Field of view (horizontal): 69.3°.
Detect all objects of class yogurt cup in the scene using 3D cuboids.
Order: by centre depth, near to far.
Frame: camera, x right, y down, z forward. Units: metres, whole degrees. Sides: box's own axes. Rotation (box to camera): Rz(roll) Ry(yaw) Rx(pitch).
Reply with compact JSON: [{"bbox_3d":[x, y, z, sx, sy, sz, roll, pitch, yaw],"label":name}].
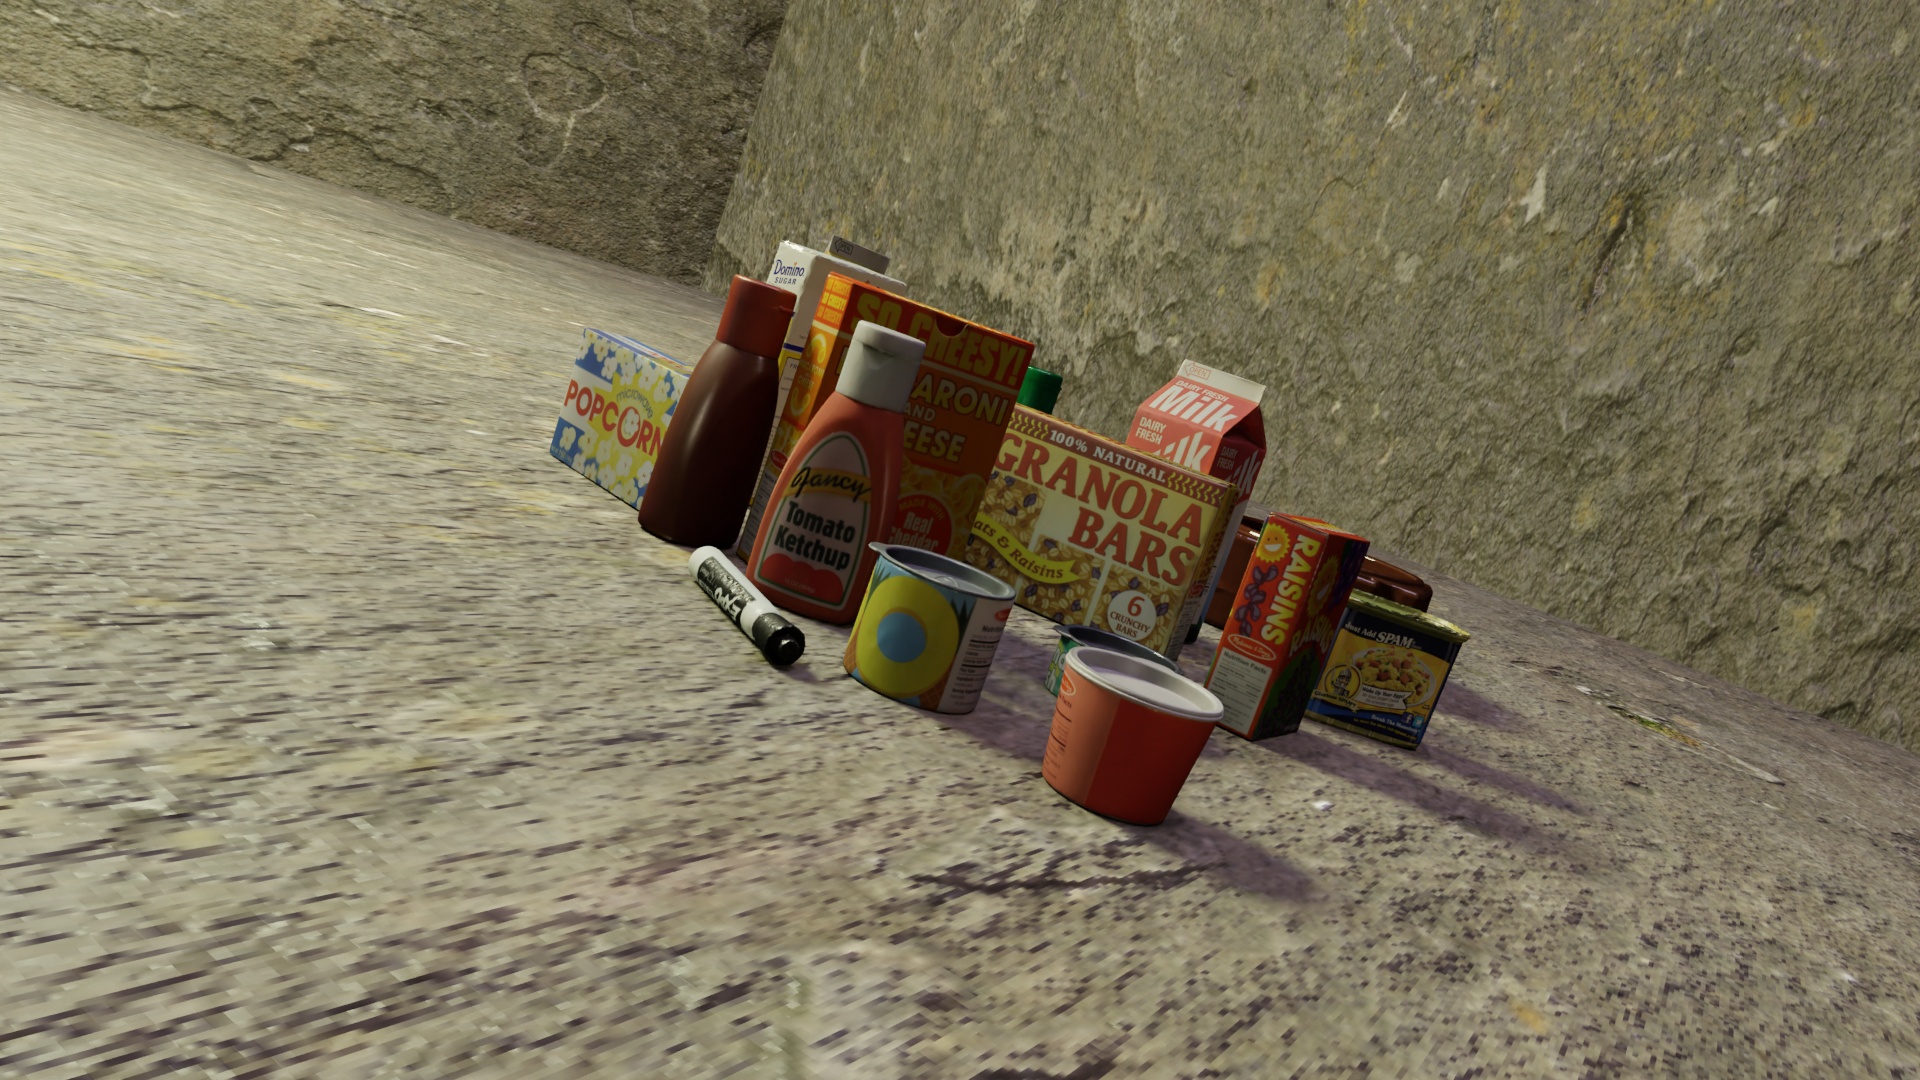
[{"bbox_3d":[0.067,0.081,0.572,0.072,0.054,0.072,19,8,-3],"label":"yogurt cup"}]

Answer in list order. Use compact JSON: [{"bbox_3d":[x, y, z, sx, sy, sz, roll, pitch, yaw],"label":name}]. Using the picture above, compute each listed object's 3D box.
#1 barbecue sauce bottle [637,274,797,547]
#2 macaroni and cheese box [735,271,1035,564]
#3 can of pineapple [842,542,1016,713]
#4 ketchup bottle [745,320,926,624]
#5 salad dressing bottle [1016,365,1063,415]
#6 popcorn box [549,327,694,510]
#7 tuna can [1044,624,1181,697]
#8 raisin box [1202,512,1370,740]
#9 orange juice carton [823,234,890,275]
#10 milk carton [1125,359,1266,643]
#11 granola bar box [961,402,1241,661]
[{"bbox_3d":[-0.130,-0.071,0.771,0.044,0.148,0.065,24,9,28],"label":"barbecue sauce bottle"},{"bbox_3d":[-0.040,-0.052,0.785,0.124,0.166,0.040,14,10,-32],"label":"macaroni and cheese box"},{"bbox_3d":[-0.016,0.039,0.635,0.071,0.057,0.071,19,8,-3],"label":"can of pineapple"},{"bbox_3d":[-0.058,-0.036,0.705,0.065,0.148,0.043,20,8,7],"label":"ketchup bottle"},{"bbox_3d":[0.043,-0.070,1.136,0.044,0.147,0.064,16,9,-20],"label":"salad dressing bottle"},{"bbox_3d":[-0.194,-0.072,0.841,0.038,0.085,0.127,11,12,-47],"label":"popcorn box"},{"bbox_3d":[0.077,0.070,0.727,0.071,0.032,0.071,19,9,-3],"label":"tuna can"},{"bbox_3d":[0.186,0.048,0.798,0.040,0.123,0.086,24,10,31],"label":"raisin box"},{"bbox_3d":[-0.107,-0.138,1.086,0.073,0.192,0.072,25,10,36],"label":"orange juice carton"},{"bbox_3d":[0.153,-0.029,0.981,0.072,0.190,0.073,25,10,36],"label":"milk carton"},{"bbox_3d":[0.083,-0.007,0.912,0.166,0.124,0.039,23,9,22],"label":"granola bar box"}]
